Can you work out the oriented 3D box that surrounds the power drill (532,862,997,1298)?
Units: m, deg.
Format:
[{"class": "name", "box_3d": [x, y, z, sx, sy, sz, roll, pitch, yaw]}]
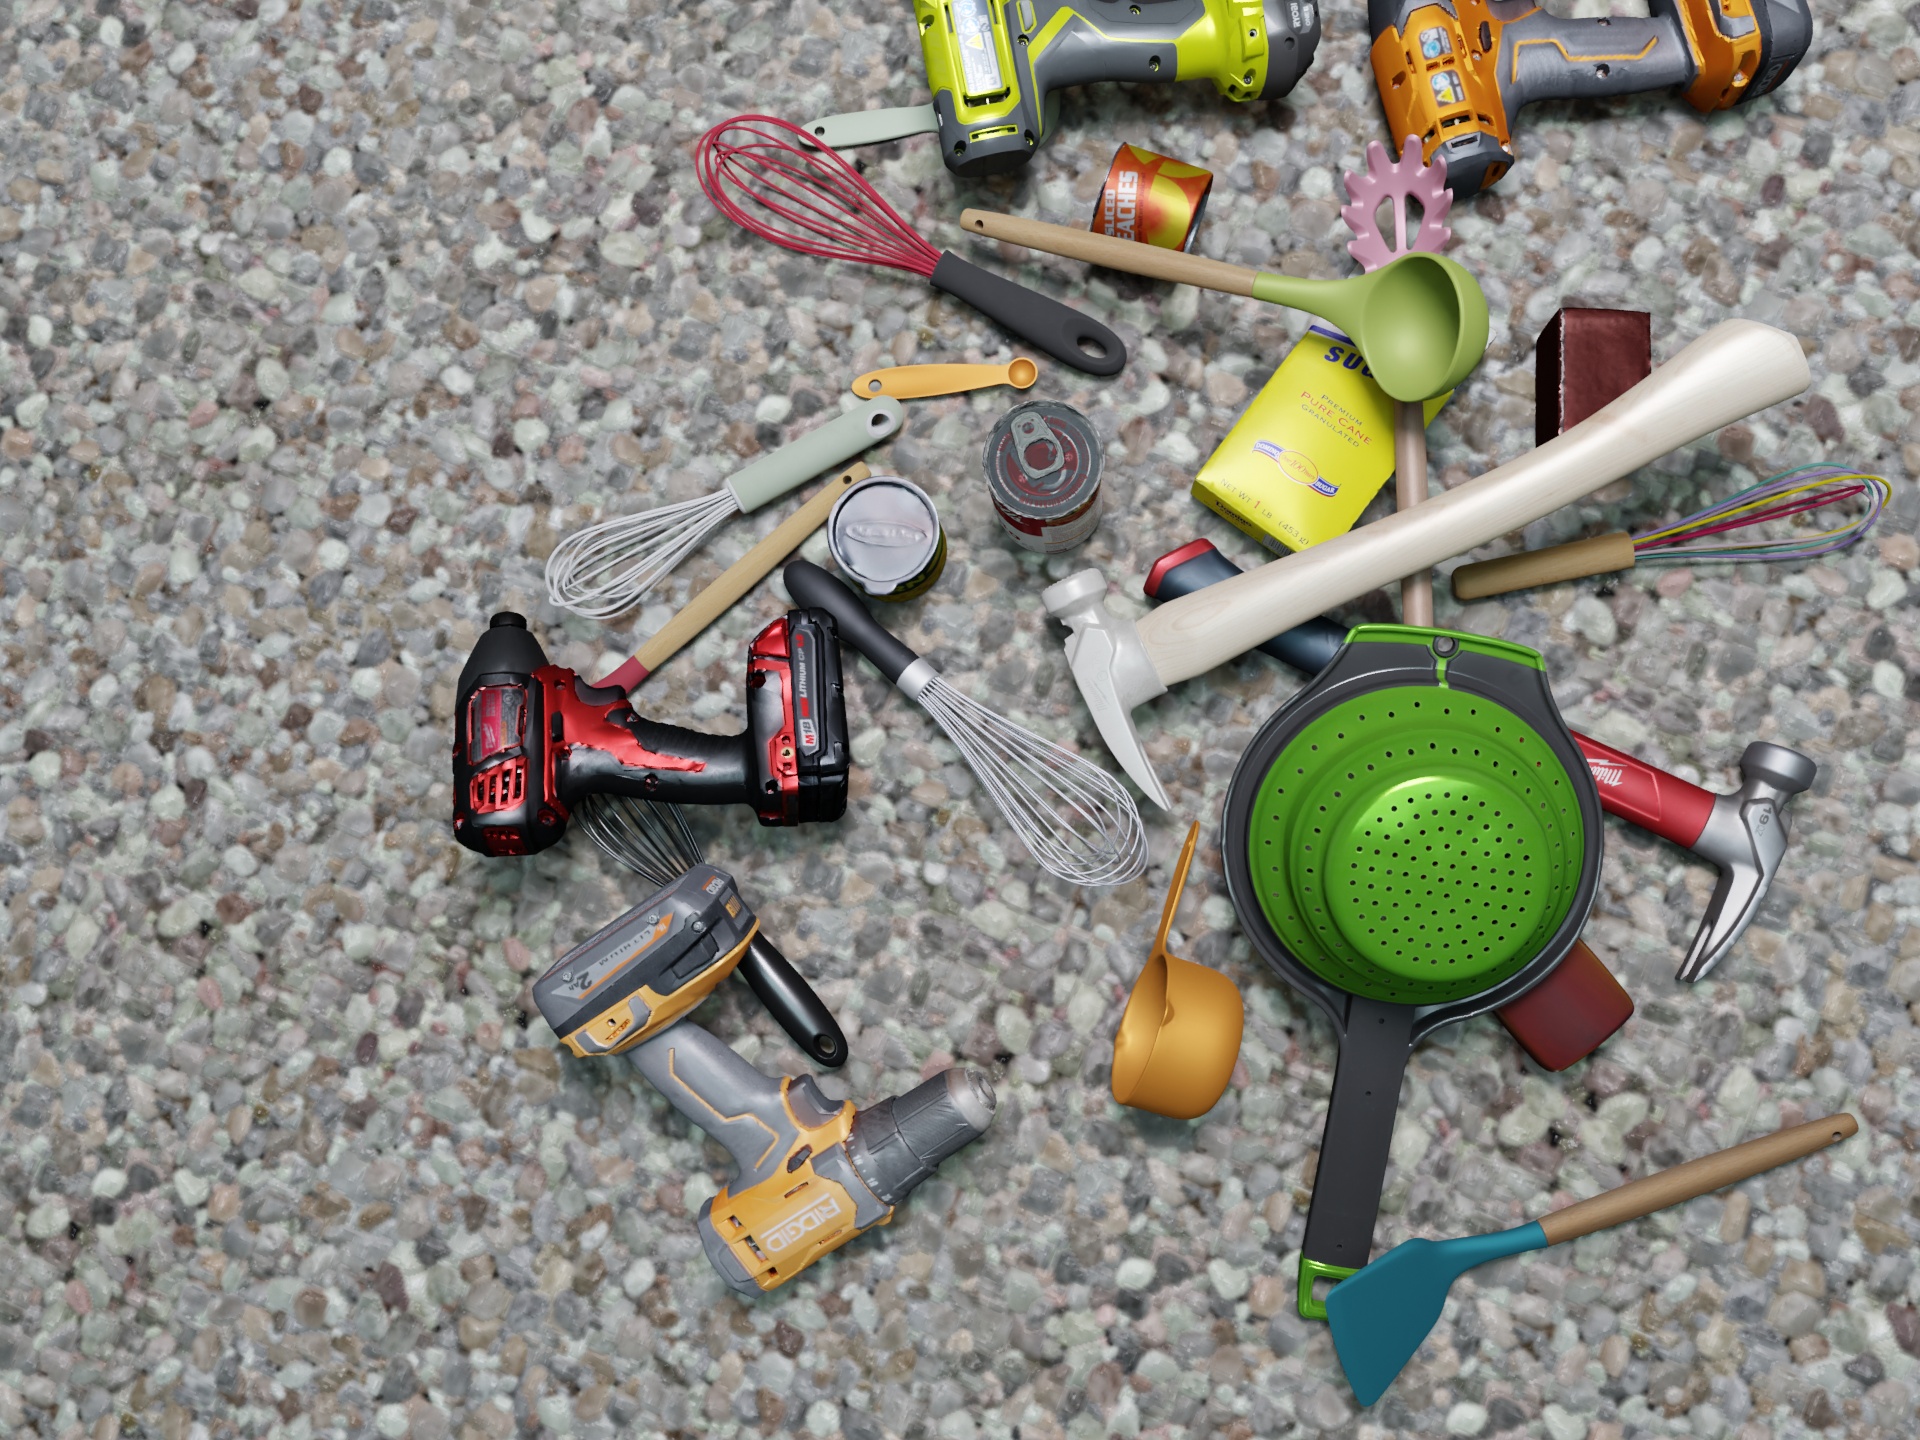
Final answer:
[{"class": "power drill", "box_3d": [-0.106, 0.191, 0.893, 0.185, 0.084, 0.226, -34, 96, 10]}]

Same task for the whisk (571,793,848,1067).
[{"class": "whisk", "box_3d": [-0.149, 0.114, 0.946, 0.055, 0.055, 0.239, -41, 86, 0]}]

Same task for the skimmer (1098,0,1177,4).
[{"class": "skimmer", "box_3d": [-0.021, -0.486, 0.975, 0.363, 0.090, 0.127, 10, 53, 4]}]

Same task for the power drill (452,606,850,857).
[{"class": "power drill", "box_3d": [-0.177, -0.001, 0.911, 0.219, 0.078, 0.143, -4, 65, -8]}]

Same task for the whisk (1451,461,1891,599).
[{"class": "whisk", "box_3d": [0.409, -0.107, 0.919, 0.245, 0.047, 0.051, -11, 84, 7]}]

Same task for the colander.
[{"class": "colander", "box_3d": [0.230, 0.151, 0.840, 0.204, 0.094, 0.397, 9, 99, 5]}]

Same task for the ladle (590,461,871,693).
[{"class": "ladle", "box_3d": [-0.177, -0.053, 0.975, 0.315, 0.031, 0.069, -41, 83, -2]}]

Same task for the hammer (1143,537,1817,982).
[{"class": "hammer", "box_3d": [0.280, 0.007, 0.921, 0.386, 0.038, 0.143, 25, 88, 7]}]

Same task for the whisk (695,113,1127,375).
[{"class": "whisk", "box_3d": [-0.030, -0.287, 0.974, 0.296, 0.073, 0.073, 28, 87, 1]}]

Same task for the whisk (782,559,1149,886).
[{"class": "whisk", "box_3d": [-0.001, -0.004, 0.942, 0.285, 0.070, 0.070, 42, 89, 13]}]

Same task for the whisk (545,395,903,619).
[{"class": "whisk", "box_3d": [-0.144, -0.134, 0.974, 0.246, 0.059, 0.057, -29, 119, -2]}]

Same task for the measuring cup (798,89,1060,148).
[{"class": "measuring cup", "box_3d": [-0.021, -0.383, 0.989, 0.167, 0.038, 0.083, -8, 83, 2]}]

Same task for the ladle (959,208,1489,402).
[{"class": "ladle", "box_3d": [0.138, -0.249, 0.895, 0.320, 0.062, 0.078, 20, 119, 21]}]

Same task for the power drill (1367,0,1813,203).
[{"class": "power drill", "box_3d": [0.357, -0.415, 0.939, 0.226, 0.084, 0.164, -15, 82, 7]}]

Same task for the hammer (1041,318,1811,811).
[{"class": "hammer", "box_3d": [0.255, -0.092, 0.869, 0.410, 0.038, 0.146, -25, 87, 15]}]

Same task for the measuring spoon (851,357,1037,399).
[{"class": "measuring spoon", "box_3d": [-0.010, -0.210, 0.986, 0.117, 0.011, 0.021, -3, 83, 9]}]

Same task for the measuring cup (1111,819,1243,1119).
[{"class": "measuring cup", "box_3d": [0.135, 0.142, 0.908, 0.052, 0.095, 0.174, 20, 66, -4]}]

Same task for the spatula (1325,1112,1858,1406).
[{"class": "spatula", "box_3d": [0.352, 0.284, 0.882, 0.317, 0.044, 0.082, -21, 108, 1]}]

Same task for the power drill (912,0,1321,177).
[{"class": "power drill", "box_3d": [0.084, -0.426, 0.931, 0.223, 0.080, 0.171, -11, 94, -3]}]

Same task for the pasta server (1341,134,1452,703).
[{"class": "pasta server", "box_3d": [0.253, -0.167, 0.898, 0.060, 0.040, 0.316, -3, 87, 19]}]
